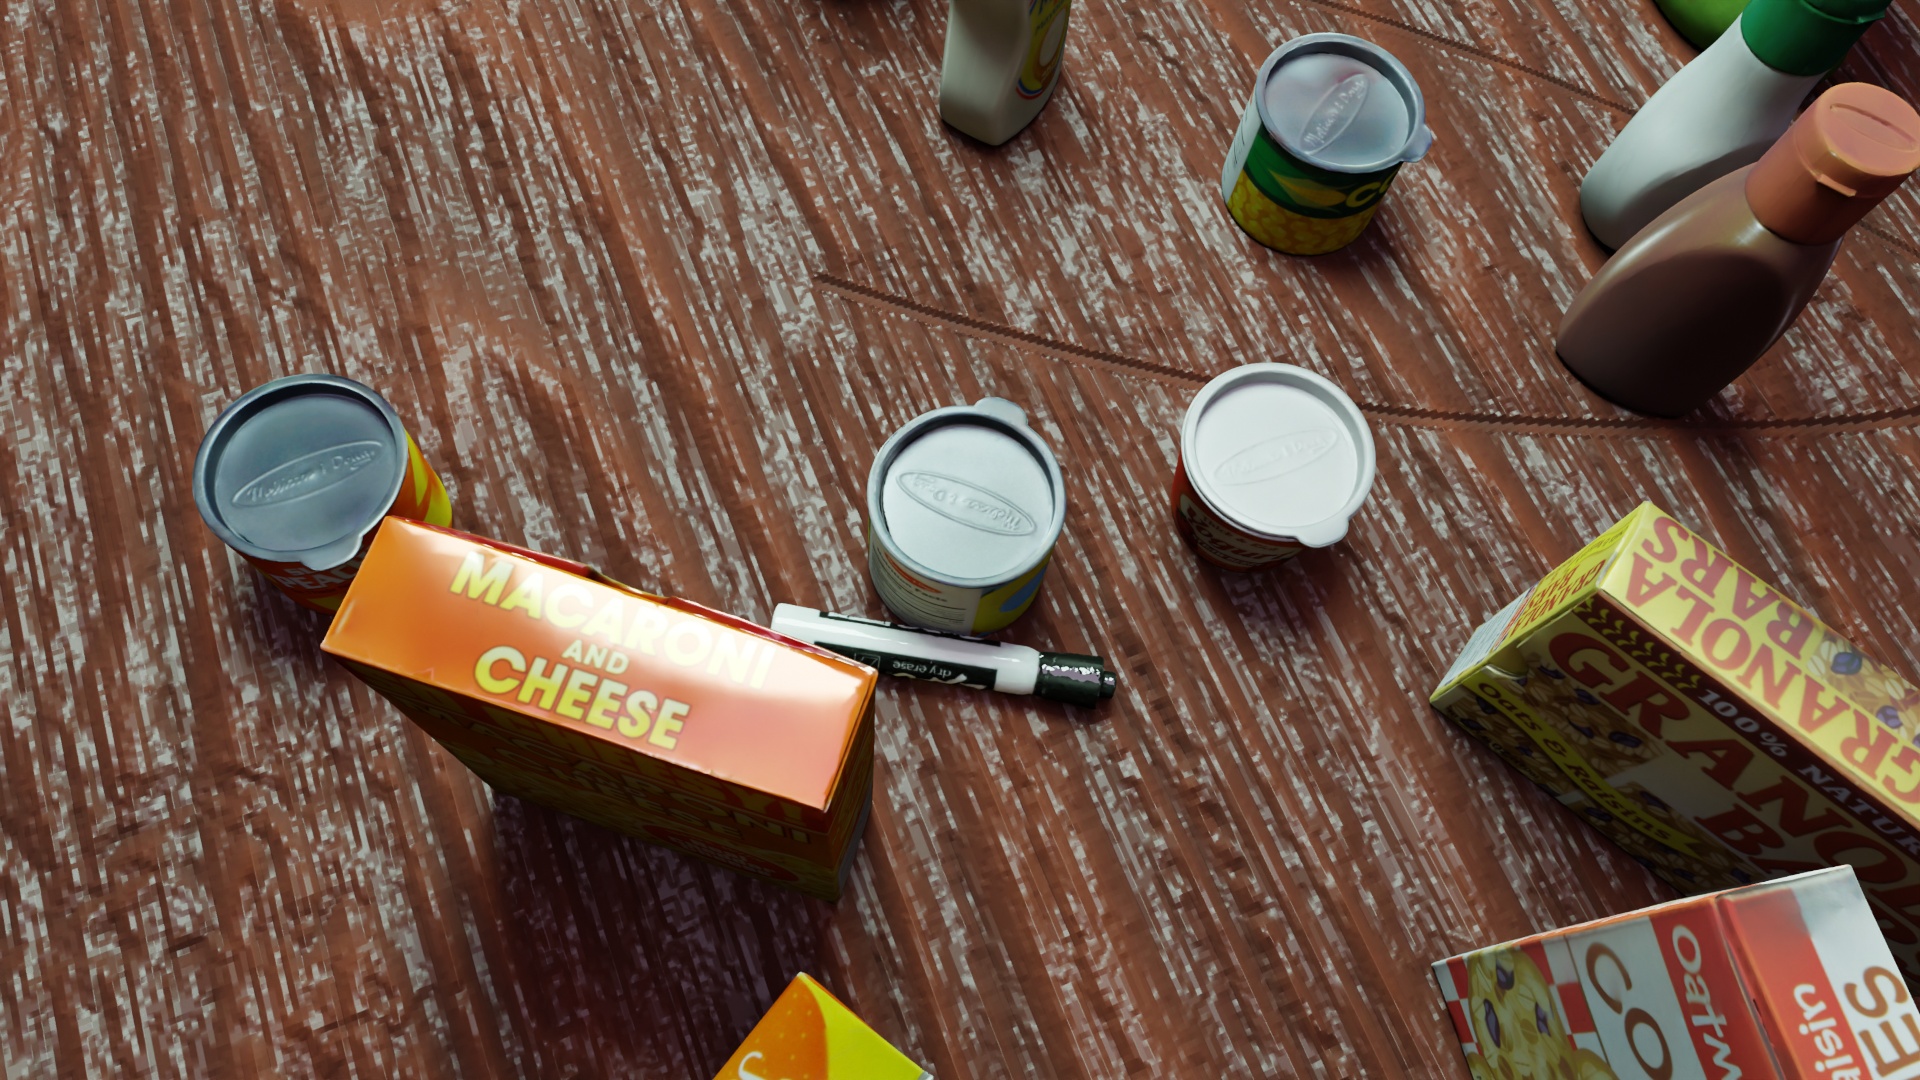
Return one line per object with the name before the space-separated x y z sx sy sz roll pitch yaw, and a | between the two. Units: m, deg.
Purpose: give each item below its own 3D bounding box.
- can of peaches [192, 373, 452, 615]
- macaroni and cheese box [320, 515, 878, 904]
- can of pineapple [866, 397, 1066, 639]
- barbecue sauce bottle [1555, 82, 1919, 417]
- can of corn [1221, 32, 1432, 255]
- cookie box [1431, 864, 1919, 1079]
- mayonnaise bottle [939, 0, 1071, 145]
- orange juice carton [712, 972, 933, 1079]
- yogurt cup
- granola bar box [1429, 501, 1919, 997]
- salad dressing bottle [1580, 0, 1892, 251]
can of peaches | -0.211 -0.012 0.468 0.071 0.058 0.071 2 68 -4
macaroni and cheese box | -0.088 0.055 0.392 0.124 0.165 0.040 17 68 3
can of pineapple | 0.002 -0.006 0.483 0.071 0.057 0.071 2 68 -4
barbecue sauce bottle | 0.275 -0.099 0.495 0.065 0.148 0.044 31 69 8
can of corn | 0.145 -0.156 0.556 0.071 0.058 0.071 2 68 -4
cookie box | 0.195 0.163 0.371 0.040 0.166 0.123 -12 70 -9
mayonnaise bottle | 0.022 -0.218 0.523 0.041 0.147 0.065 30 69 8
orange juice carton | -0.033 0.161 0.339 0.073 0.192 0.072 37 70 10
yogurt cup | 0.108 -0.023 0.501 0.072 0.053 0.072 2 68 -4
granola bar box | 0.246 0.073 0.435 0.166 0.123 0.039 38 70 11
salad dressing bottle | 0.290 -0.165 0.523 0.064 0.147 0.044 -17 71 -11
